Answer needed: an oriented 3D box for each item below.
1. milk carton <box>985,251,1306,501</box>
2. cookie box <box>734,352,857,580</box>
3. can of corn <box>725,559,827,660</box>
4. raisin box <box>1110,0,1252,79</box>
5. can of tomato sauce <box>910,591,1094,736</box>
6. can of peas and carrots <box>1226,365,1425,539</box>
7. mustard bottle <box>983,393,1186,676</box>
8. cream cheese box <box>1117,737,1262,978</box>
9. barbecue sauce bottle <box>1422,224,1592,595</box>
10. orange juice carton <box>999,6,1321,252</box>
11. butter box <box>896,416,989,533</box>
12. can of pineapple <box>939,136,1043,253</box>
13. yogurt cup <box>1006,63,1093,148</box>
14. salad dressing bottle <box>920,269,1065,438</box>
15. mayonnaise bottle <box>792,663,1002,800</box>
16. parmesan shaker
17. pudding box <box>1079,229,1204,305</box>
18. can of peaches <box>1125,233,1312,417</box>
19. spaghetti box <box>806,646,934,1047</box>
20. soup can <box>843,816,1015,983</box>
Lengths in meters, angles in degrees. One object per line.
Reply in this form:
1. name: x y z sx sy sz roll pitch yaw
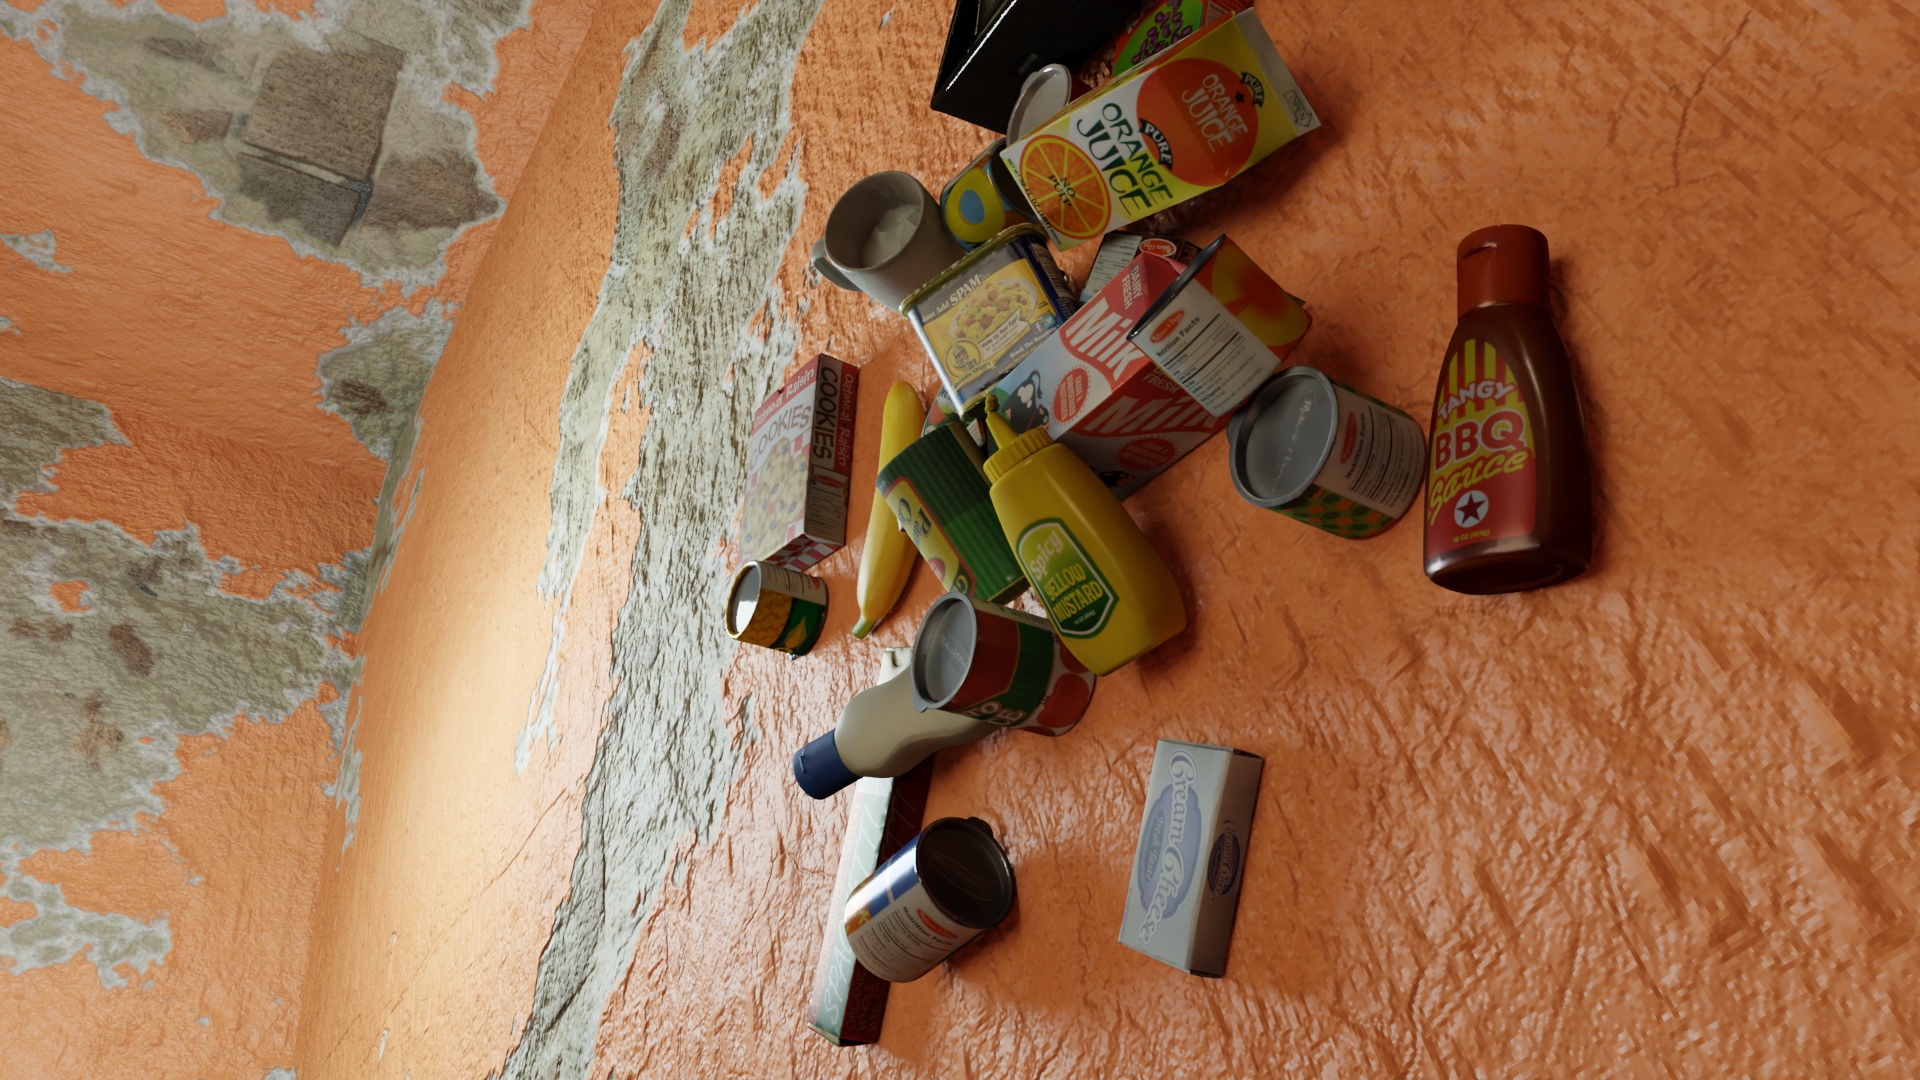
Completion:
1. milk carton: 0.096 -0.089 0.759 0.189 0.072 0.074 -38 44 44
2. cookie box: -0.138 -0.057 1.163 0.122 0.040 0.168 -31 49 49
3. can of corn: -0.147 0.055 1.099 0.071 0.058 0.071 -35 46 46
4. raisin box: 0.137 -0.324 0.853 0.086 0.040 0.123 -12 64 58
5. can of tomato sauce: 0.023 0.072 0.781 0.071 0.083 0.071 -35 46 47
6. can of peas and carrots: 0.165 -0.039 0.632 0.070 0.059 0.071 -36 45 46
7. mustard bottle: 0.053 -0.008 0.730 0.065 0.049 0.160 -40 80 44
8. cream cheese box: 0.108 0.148 0.658 0.053 0.024 0.104 -2 73 58
9. barbecue sauce bottle: 0.220 -0.055 0.563 0.064 0.044 0.149 -21 56 55
10. orange juice carton: 0.114 -0.232 0.780 0.073 0.071 0.192 -43 18 -27
11. butter box: 0.006 -0.036 0.900 0.103 0.053 0.024 -45 42 40
12. can of pineapple: 0.029 -0.234 0.958 0.057 0.071 0.071 -30 50 50
13. yogurt cup: 0.071 -0.273 0.919 0.072 0.054 0.073 -35 46 47
14. salad dressing bottle: 0.023 -0.118 0.925 0.064 0.044 0.147 40 108 52
15. mayonnaise bottle: -0.039 0.114 0.859 0.147 0.041 0.065 -32 57 23
16. parmesan shaker: 0.003 -0.010 0.832 0.103 0.071 0.071 55 131 10
17. pudding box: 0.108 -0.152 0.815 0.084 0.030 0.049 31 100 60
18. can of peaches: 0.122 -0.101 0.650 0.071 0.058 0.071 -48 4 4
19. spaghetti box: -0.052 0.193 0.895 0.050 0.029 0.250 -7 68 58
20. soup can: -0.018 0.205 0.797 0.083 0.071 0.072 -46 39 38
